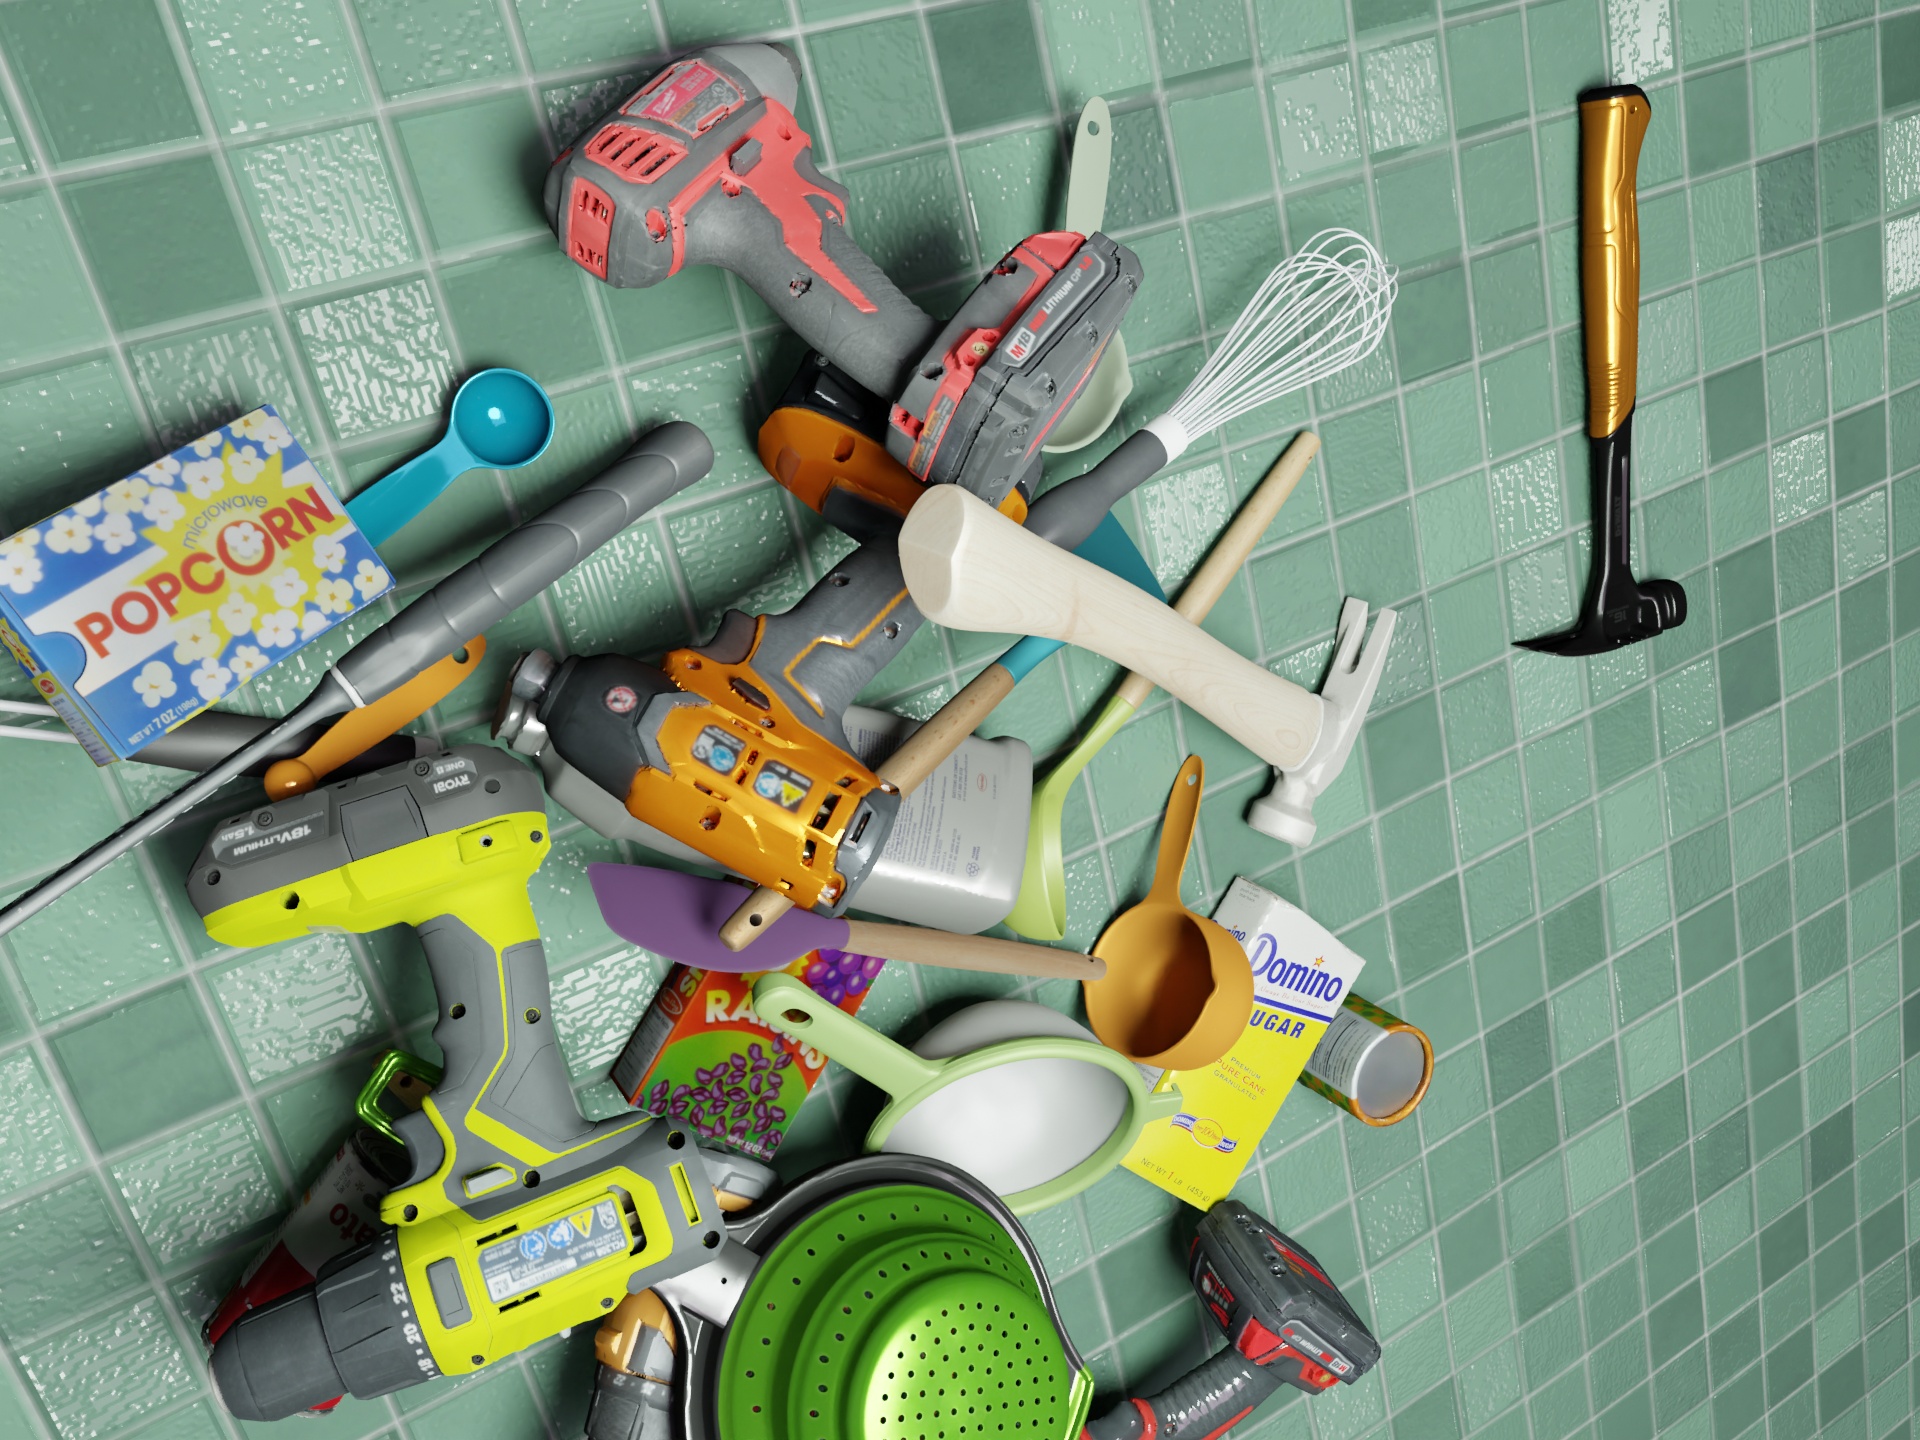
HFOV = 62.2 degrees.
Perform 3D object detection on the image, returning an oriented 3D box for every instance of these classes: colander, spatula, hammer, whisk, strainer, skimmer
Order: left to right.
[{"bbox_3d":[-0.365,-0.008,0.569,0.363,0.090,0.127,8,74,-31],"label":"skimmer"},{"bbox_3d":[-0.240,-0.005,0.587,0.409,0.149,0.036,-44,112,-34],"label":"hammer"},{"bbox_3d":[-0.080,0.257,0.696,0.396,0.094,0.205,37,64,-18],"label":"colander"},{"bbox_3d":[-0.037,0.107,0.766,0.315,0.060,0.018,15,122,-42],"label":"spatula"},{"bbox_3d":[-0.015,0.168,0.799,0.151,0.069,0.256,-38,129,17],"label":"strainer"},{"bbox_3d":[-0.001,-0.002,0.745,0.317,0.044,0.082,-44,105,-28],"label":"spatula"},{"bbox_3d":[0.107,-0.040,0.762,0.410,0.038,0.146,21,91,-54],"label":"hammer"},{"bbox_3d":[0.123,-0.157,0.798,0.284,0.070,0.070,-40,117,-21],"label":"whisk"},{"bbox_3d":[0.389,-0.205,0.965,0.127,0.034,0.336,-16,109,-26],"label":"hammer"}]

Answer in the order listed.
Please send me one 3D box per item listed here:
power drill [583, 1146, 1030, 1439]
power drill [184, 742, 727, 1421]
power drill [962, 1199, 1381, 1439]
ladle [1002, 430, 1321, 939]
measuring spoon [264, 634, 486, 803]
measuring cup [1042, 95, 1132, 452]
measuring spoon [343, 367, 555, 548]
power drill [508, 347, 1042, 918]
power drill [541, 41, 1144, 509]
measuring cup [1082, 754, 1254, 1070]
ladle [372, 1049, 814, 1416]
[{"bbox_3d":[-0.079,0.328,0.786,0.226,0.084,0.185,29,66,-30],"label":"power drill"},{"bbox_3d":[-0.217,0.141,0.625,0.190,0.080,0.228,-19,82,-16],"label":"power drill"},{"bbox_3d":[0.107,0.383,0.906,0.226,0.080,0.187,-45,125,5],"label":"power drill"},{"bbox_3d":[0.112,-0.024,0.846,0.320,0.062,0.078,-54,158,-11],"label":"ladle"},{"bbox_3d":[-0.238,-0.004,0.659,0.117,0.011,0.021,-47,113,-39],"label":"measuring spoon"},{"bbox_3d":[0.047,-0.215,0.776,0.083,0.038,0.167,4,98,-29],"label":"measuring cup"},{"bbox_3d":[-0.227,-0.101,0.669,0.128,0.021,0.042,-38,108,-5],"label":"measuring spoon"},{"bbox_3d":[-0.074,-0.050,0.676,0.164,0.084,0.227,28,66,-6],"label":"power drill"},{"bbox_3d":[-0.044,-0.196,0.658,0.219,0.078,0.143,33,57,2],"label":"power drill"},{"bbox_3d":[0.127,0.108,0.882,0.052,0.095,0.174,28,69,-39],"label":"measuring cup"},{"bbox_3d":[-0.176,0.266,0.776,0.069,0.031,0.315,-48,118,-25],"label":"ladle"}]
